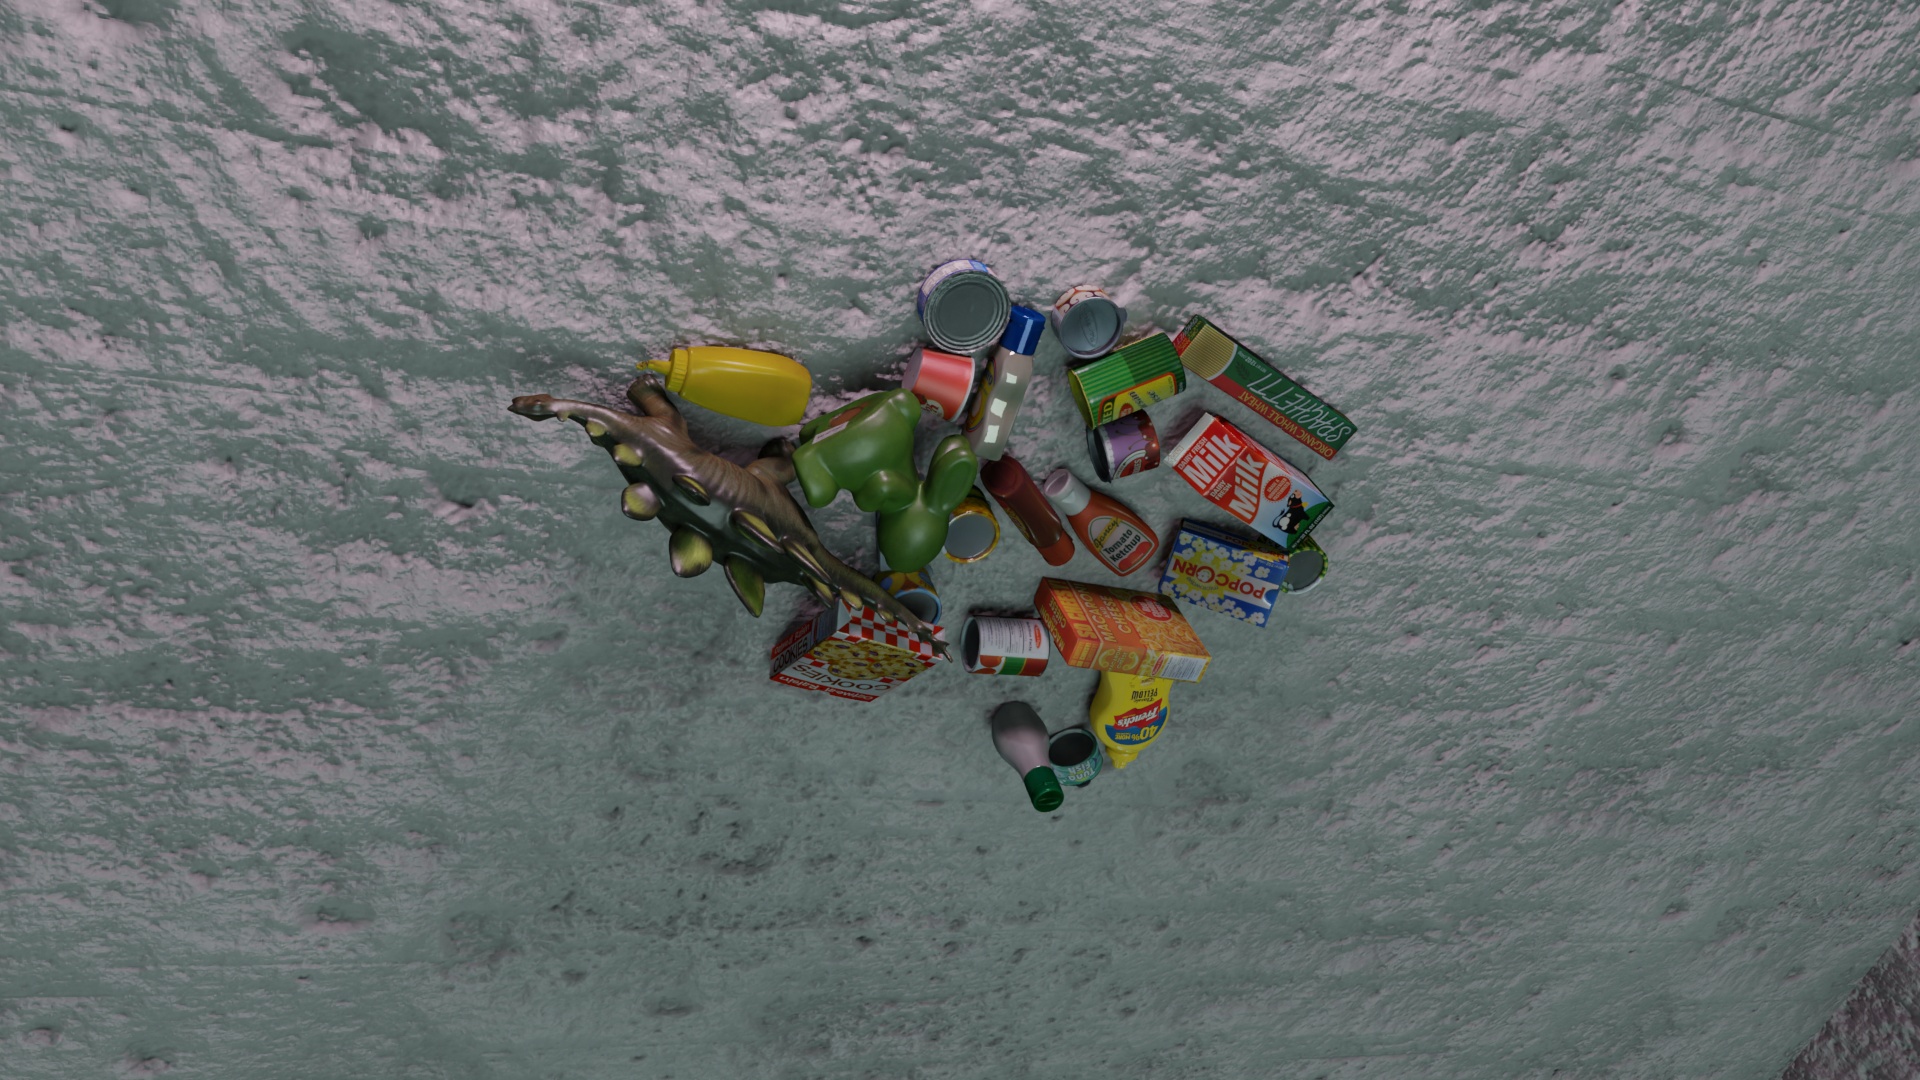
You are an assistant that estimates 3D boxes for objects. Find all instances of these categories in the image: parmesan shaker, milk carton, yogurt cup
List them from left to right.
[{"bbox_3d":[-0.023,-0.154,1.343,0.054,0.073,0.072,17,116,-18],"label":"yogurt cup"},{"bbox_3d":[0.167,-0.162,1.394,0.103,0.071,0.071,-22,126,-2],"label":"parmesan shaker"},{"bbox_3d":[0.306,-0.069,1.498,0.190,0.074,0.072,29,110,-31],"label":"milk carton"}]

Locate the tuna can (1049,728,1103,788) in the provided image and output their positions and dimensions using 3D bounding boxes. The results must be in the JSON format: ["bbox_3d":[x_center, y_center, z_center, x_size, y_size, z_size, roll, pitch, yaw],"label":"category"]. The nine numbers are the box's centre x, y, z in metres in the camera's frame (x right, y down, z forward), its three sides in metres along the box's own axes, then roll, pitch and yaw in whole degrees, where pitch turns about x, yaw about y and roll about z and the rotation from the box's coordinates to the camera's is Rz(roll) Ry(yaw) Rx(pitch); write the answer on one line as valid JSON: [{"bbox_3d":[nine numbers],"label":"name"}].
[{"bbox_3d":[0.136,0.261,1.663,0.071,0.071,0.032,-22,125,-3],"label":"tuna can"}]

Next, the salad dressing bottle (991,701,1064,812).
[{"bbox_3d":[0.078,0.247,1.587,0.064,0.148,0.043,-3,123,-16],"label":"salad dressing bottle"}]

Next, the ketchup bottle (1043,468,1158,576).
[{"bbox_3d":[0.148,-0.022,1.497,0.064,0.044,0.148,-43,124,12],"label":"ketchup bottle"}]

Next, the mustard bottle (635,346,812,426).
[{"bbox_3d":[-0.221,-0.150,1.290,0.160,0.049,0.065,11,118,-23],"label":"mustard bottle"}]

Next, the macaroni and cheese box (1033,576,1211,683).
[{"bbox_3d":[0.177,0.099,1.536,0.167,0.124,0.040,9,118,-22],"label":"macaroni and cheese box"}]

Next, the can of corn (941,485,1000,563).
[{"bbox_3d":[0.005,-0.018,1.444,0.071,0.058,0.070,-8,125,-12],"label":"can of corn"}]

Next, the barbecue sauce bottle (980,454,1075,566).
[{"bbox_3d":[0.076,-0.027,1.461,0.043,0.065,0.148,-40,134,0],"label":"barbecue sauce bottle"}]

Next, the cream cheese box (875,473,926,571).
[{"bbox_3d":[-0.061,-0.018,1.444,0.053,0.024,0.103,-7,124,-13],"label":"cream cheese box"}]

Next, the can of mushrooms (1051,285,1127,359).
[{"bbox_3d":[0.127,-0.216,1.368,0.071,0.033,0.070,-8,124,-12],"label":"can of mushrooms"}]

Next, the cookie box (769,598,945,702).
[{"bbox_3d":[-0.111,0.120,1.457,0.123,0.040,0.166,17,150,-26],"label":"cookie box"}]

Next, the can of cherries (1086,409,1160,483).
[{"bbox_3d":[0.169,-0.097,1.437,0.058,0.072,0.071,-15,126,-9],"label":"can of cherries"}]

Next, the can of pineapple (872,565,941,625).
[{"bbox_3d":[-0.056,0.061,1.477,0.071,0.058,0.070,-8,124,-12],"label":"can of pineapple"}]

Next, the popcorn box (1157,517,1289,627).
[{"bbox_3d":[0.293,0.036,1.552,0.127,0.038,0.084,19,118,7],"label":"popcorn box"}]

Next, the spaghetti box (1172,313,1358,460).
[{"bbox_3d":[0.324,-0.159,1.473,0.250,0.029,0.050,27,112,-30],"label":"spaghetti box"}]

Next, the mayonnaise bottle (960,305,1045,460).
[{"bbox_3d":[0.042,-0.156,1.365,0.041,0.065,0.147,11,114,-20],"label":"mayonnaise bottle"}]

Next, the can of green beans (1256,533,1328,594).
[{"bbox_3d":[0.378,0.020,1.590,0.071,0.058,0.071,-8,124,-12],"label":"can of green beans"}]

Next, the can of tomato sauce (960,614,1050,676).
[{"bbox_3d":[0.048,0.118,1.544,0.083,0.071,0.070,4,121,-20],"label":"can of tomato sauce"}]
